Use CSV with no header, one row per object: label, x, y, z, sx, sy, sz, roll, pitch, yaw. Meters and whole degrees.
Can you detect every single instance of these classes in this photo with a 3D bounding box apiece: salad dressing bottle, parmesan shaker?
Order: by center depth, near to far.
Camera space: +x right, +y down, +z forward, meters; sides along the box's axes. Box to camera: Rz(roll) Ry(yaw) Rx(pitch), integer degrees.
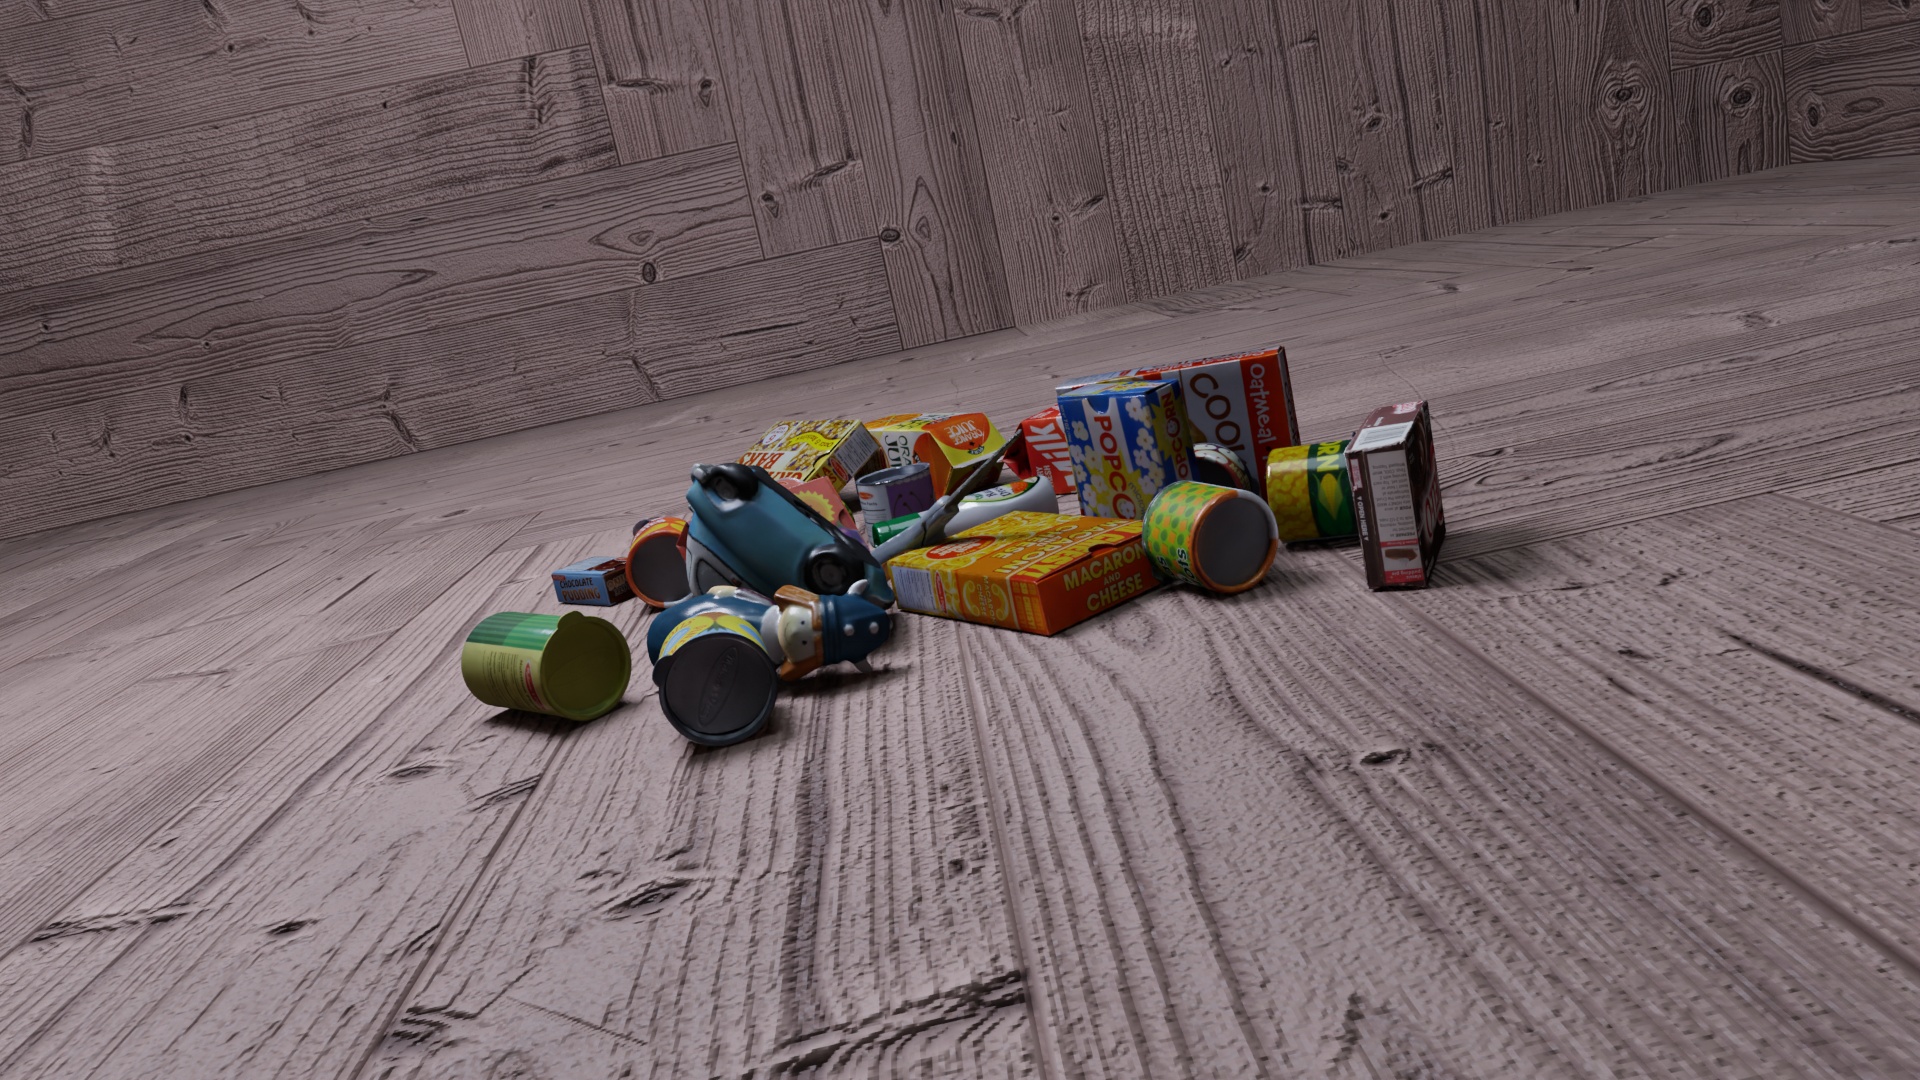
parmesan shaker,-0.273,0.078,0.910,0.103,0.071,0.071,0,18,43
salad dressing bottle,0.004,-0.014,1.116,0.148,0.044,0.064,-15,12,-14

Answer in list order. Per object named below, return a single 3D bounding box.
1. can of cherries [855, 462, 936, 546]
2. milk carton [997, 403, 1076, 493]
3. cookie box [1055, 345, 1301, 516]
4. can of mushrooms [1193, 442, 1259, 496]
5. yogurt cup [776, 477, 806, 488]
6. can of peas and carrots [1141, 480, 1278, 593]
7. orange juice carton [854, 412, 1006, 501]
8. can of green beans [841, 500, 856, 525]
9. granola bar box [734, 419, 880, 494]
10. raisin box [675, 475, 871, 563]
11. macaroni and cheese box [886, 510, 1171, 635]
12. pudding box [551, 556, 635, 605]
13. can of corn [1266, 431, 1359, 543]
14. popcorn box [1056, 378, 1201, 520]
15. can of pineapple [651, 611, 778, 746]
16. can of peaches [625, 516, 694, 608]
can of cherries,-0.051,-0.031,1.207,0.071,0.058,0.071,-12,12,3
milk carton,0.124,-0.087,1.256,0.190,0.073,0.072,-3,16,36
cookie box,0.167,-0.071,1.039,0.167,0.122,0.040,-7,14,20
can of mushrooms,0.178,-0.035,1.002,0.071,0.071,0.033,-6,14,23
yogurt cup,-0.158,-0.015,1.224,0.072,0.072,0.054,-3,24,35
can of peas and carrots,0.157,-0.001,0.882,0.071,0.070,0.059,-17,14,-22
orange juice carton,-0.030,-0.085,1.383,0.072,0.073,0.192,-21,16,-35
can of green beans,-0.123,-0.003,1.131,0.071,0.071,0.058,-9,13,13
granola bar box,-0.174,-0.069,1.410,0.165,0.039,0.125,5,48,52
raisin box,-0.136,0.010,1.037,0.124,0.086,0.040,-20,-20,-34
macaroni and cheese box,0.047,0.018,0.950,0.124,0.040,0.166,-22,16,-34
pudding box,-0.316,0.035,1.223,0.083,0.030,0.050,0,16,41
can of corn,0.242,-0.035,0.936,0.058,0.071,0.071,-7,14,25
popcorn box,0.122,-0.047,0.967,0.038,0.126,0.085,-26,18,-36
can of pineapple,-0.142,0.077,0.802,0.071,0.071,0.058,-14,12,-11
can of peaches,-0.244,0.016,1.150,0.071,0.071,0.058,-13,14,-7
